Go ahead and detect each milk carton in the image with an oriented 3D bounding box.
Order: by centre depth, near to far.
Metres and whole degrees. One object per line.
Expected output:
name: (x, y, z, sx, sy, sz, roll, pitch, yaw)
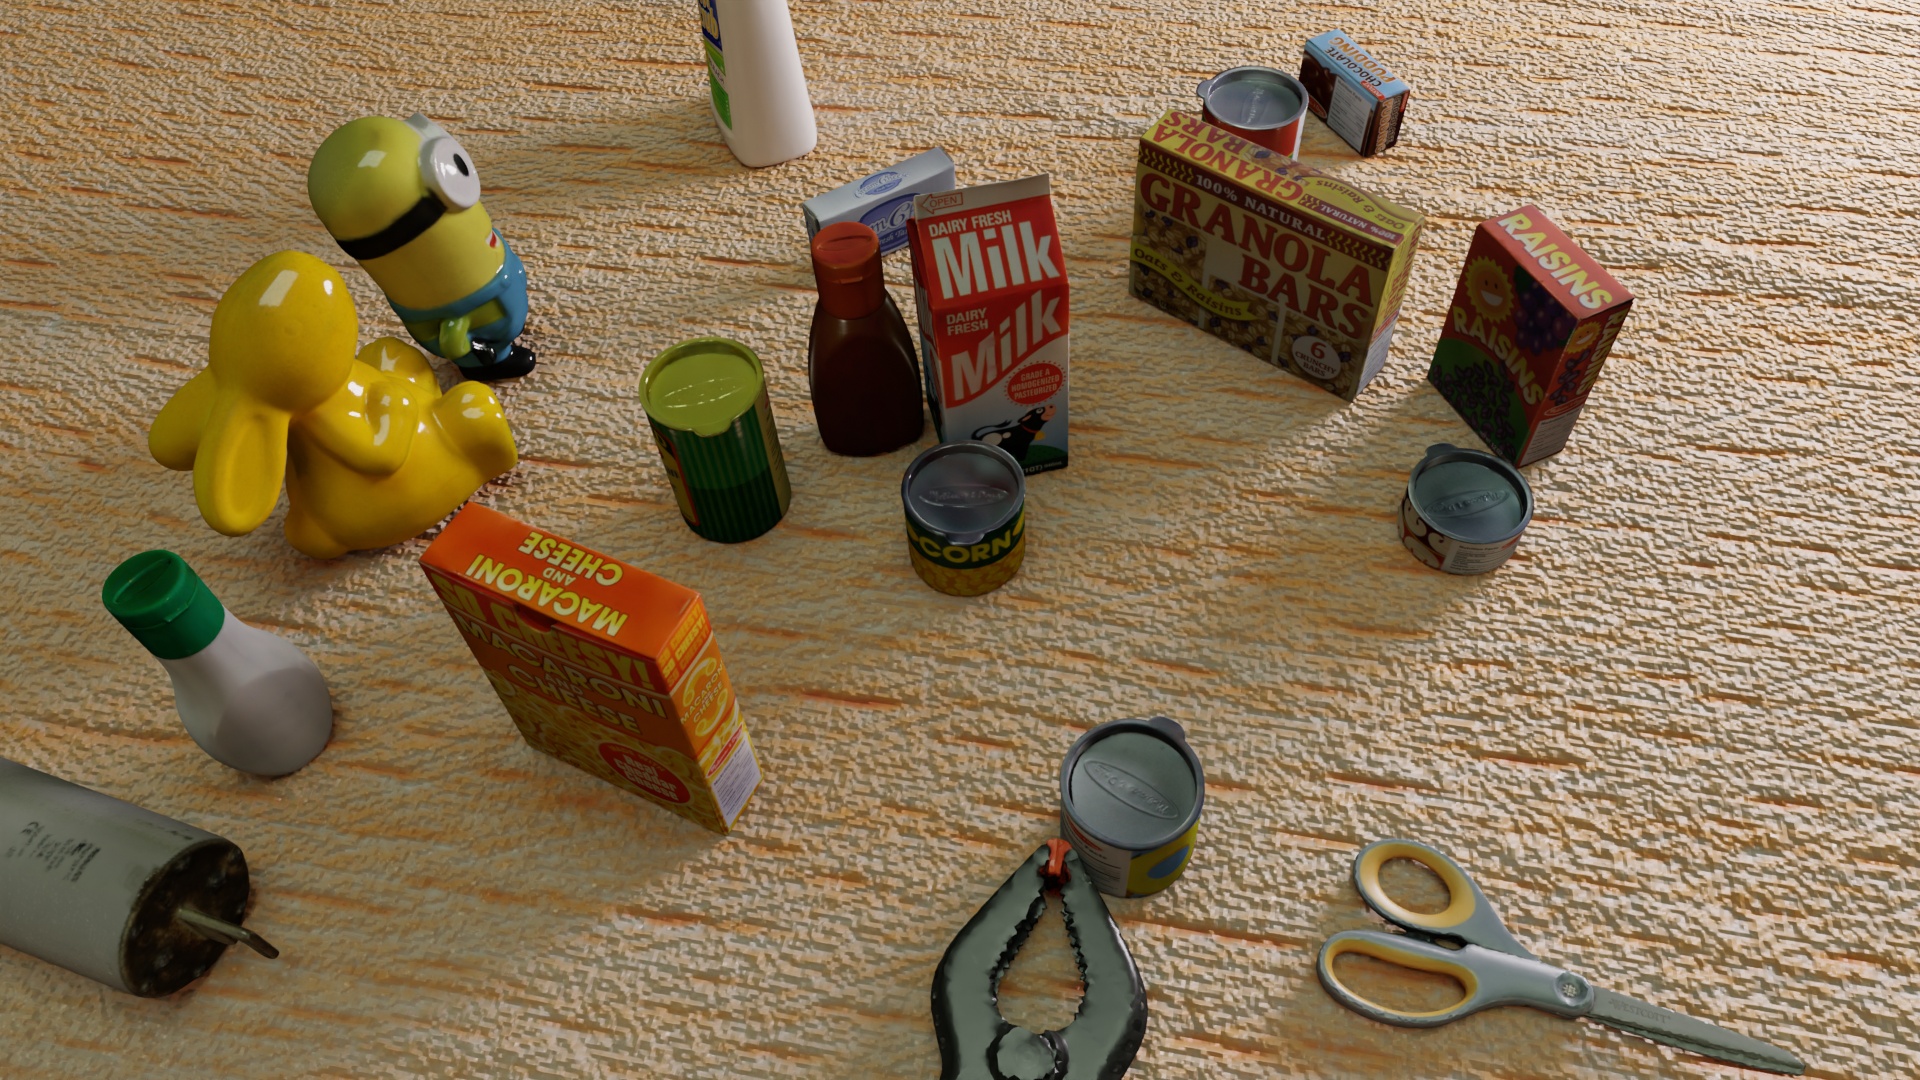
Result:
milk carton: (0.016, -0.118, 0.755, 0.072, 0.189, 0.074, -12, 54, -6)

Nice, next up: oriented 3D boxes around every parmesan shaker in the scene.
parmesan shaker: (-0.133, -0.051, 0.767, 0.071, 0.102, 0.071, -2, 54, 2)

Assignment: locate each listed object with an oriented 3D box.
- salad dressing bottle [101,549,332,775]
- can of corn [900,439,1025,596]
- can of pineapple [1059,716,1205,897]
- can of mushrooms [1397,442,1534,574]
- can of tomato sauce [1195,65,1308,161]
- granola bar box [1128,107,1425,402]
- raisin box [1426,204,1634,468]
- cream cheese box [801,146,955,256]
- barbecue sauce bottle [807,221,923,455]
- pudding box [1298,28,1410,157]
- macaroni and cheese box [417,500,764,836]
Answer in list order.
salad dressing bottle: (-0.355, 0.061, 0.669, 0.044, 0.147, 0.064, 31, 61, 23)
can of corn: (0.003, -0.009, 0.757, 0.071, 0.058, 0.071, -2, 53, 2)
can of pineapple: (0.081, 0.125, 0.653, 0.071, 0.057, 0.071, -2, 53, 2)
can of mushrooms: (0.275, -0.018, 0.763, 0.071, 0.033, 0.071, -1, 53, 2)
can of tomato sauce: (0.187, -0.258, 0.916, 0.071, 0.082, 0.071, -2, 54, 2)
granola bar box: (0.179, -0.168, 0.824, 0.166, 0.123, 0.039, 31, 61, 23)
raisin box: (0.314, -0.112, 0.775, 0.040, 0.122, 0.086, -21, 55, -12)
cream cheese box: (-0.051, -0.215, 0.916, 0.104, 0.053, 0.024, -27, 57, -16)
barbecue sauce bottle: (-0.057, -0.110, 0.779, 0.065, 0.147, 0.044, -10, 54, -4)
pudding box: (0.273, -0.314, 0.974, 0.030, 0.049, 0.084, -24, 56, -14)
macaroni and cheese box: (-0.165, 0.065, 0.644, 0.124, 0.165, 0.040, 20, 57, 17)
